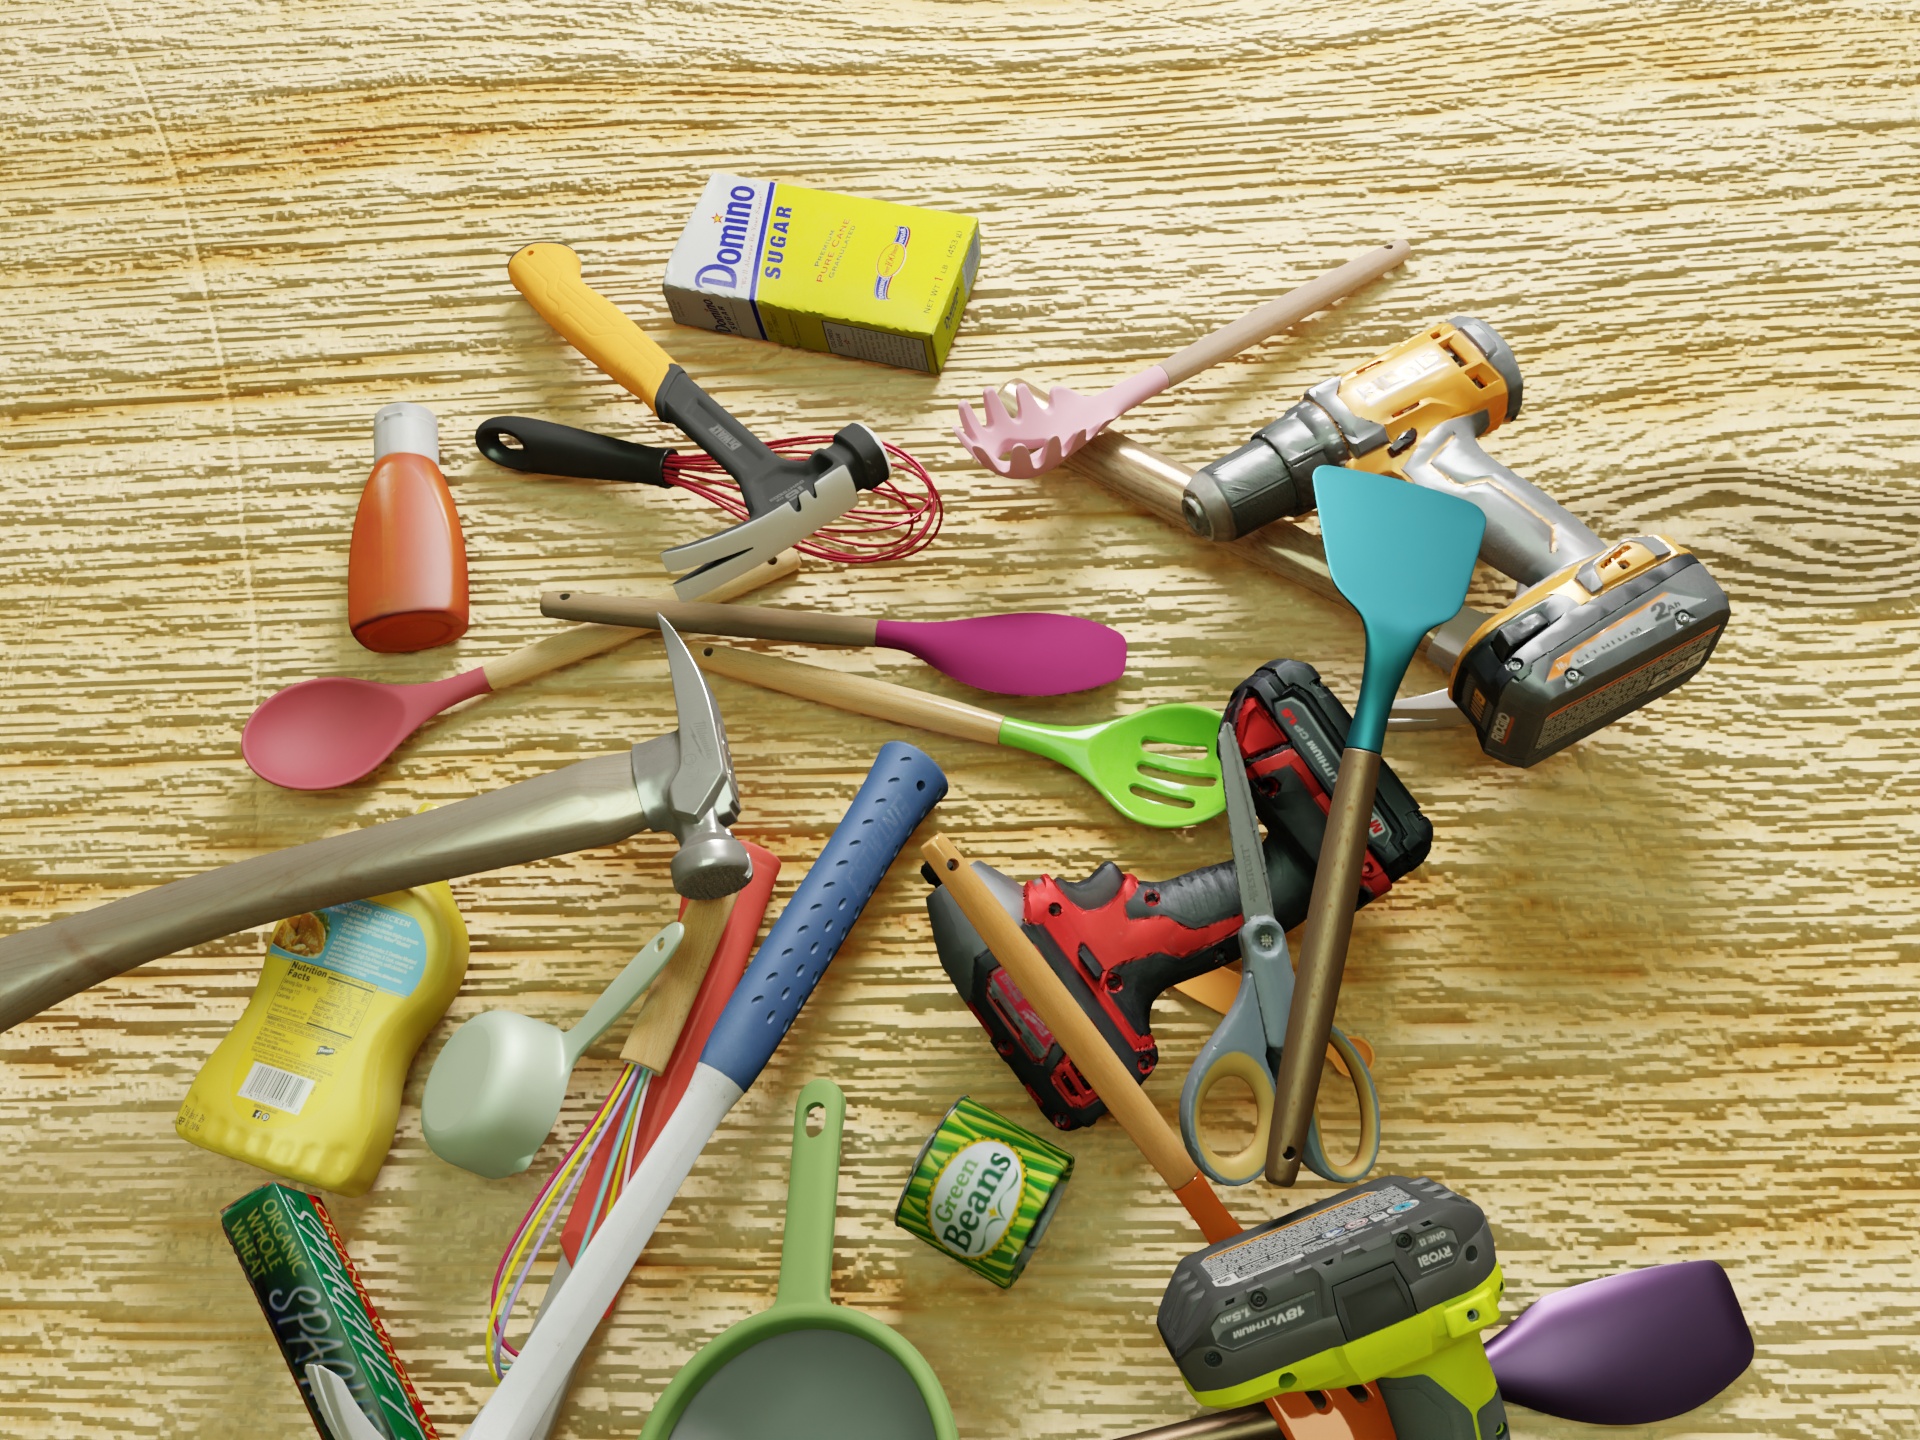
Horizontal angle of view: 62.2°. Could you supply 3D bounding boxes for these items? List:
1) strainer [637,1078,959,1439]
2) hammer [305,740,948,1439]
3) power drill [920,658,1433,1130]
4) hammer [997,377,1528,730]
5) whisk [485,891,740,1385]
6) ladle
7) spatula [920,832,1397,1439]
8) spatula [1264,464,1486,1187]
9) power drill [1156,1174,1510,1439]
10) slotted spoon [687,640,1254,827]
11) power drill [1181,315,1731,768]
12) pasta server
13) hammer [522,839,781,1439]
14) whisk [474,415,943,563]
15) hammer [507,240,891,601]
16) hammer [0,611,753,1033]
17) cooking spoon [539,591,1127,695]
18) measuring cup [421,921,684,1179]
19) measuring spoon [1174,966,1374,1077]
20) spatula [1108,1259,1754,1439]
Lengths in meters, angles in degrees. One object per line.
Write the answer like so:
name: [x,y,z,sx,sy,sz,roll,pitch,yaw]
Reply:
strainer: [-0.060,0.287,0.696,0.151,0.069,0.257,-12,49,16]
hammer: [-0.116,0.165,0.709,0.144,0.035,0.406,44,55,-18]
power drill: [0.094,0.073,0.743,0.219,0.078,0.143,-36,83,-1]
hammer: [0.156,-0.101,0.864,0.331,0.031,0.130,31,71,18]
whisk: [-0.153,0.180,0.726,0.047,0.051,0.245,29,64,-18]
ladle: [-0.237,-0.035,0.878,0.315,0.031,0.069,-22,67,-6]
spatula: [0.086,0.179,0.687,0.081,0.041,0.322,-37,90,-15]
spatula: [0.167,0.040,0.688,0.082,0.044,0.317,14,83,-3]
power drill: [0.170,0.311,0.623,0.171,0.080,0.223,-20,85,-4]
slotted spoon: [-0.001,-0.003,0.839,0.314,0.031,0.070,14,67,14]
power drill: [0.235,-0.087,0.789,0.185,0.084,0.226,-27,60,-6]
pasta server: [0.133,-0.210,0.890,0.316,0.040,0.060,-30,49,-18]
hammer: [-0.153,0.227,0.743,0.149,0.036,0.359,15,68,12]
whisk: [-0.147,-0.141,0.902,0.296,0.073,0.073,12,67,17]
hammer: [-0.180,-0.188,0.891,0.127,0.034,0.337,-34,51,-15]
hammer: [-0.310,0.067,0.769,0.410,0.038,0.146,-16,63,0]
cooking spoon: [-0.070,-0.049,0.854,0.319,0.017,0.069,5,43,5]
measuring cup: [-0.193,0.144,0.739,0.167,0.038,0.083,-45,38,17]
measuring spoon: [0.144,0.140,0.768,0.117,0.011,0.021,25,75,20]
spatula: [0.186,0.293,0.686,0.316,0.018,0.060,-12,67,-1]
